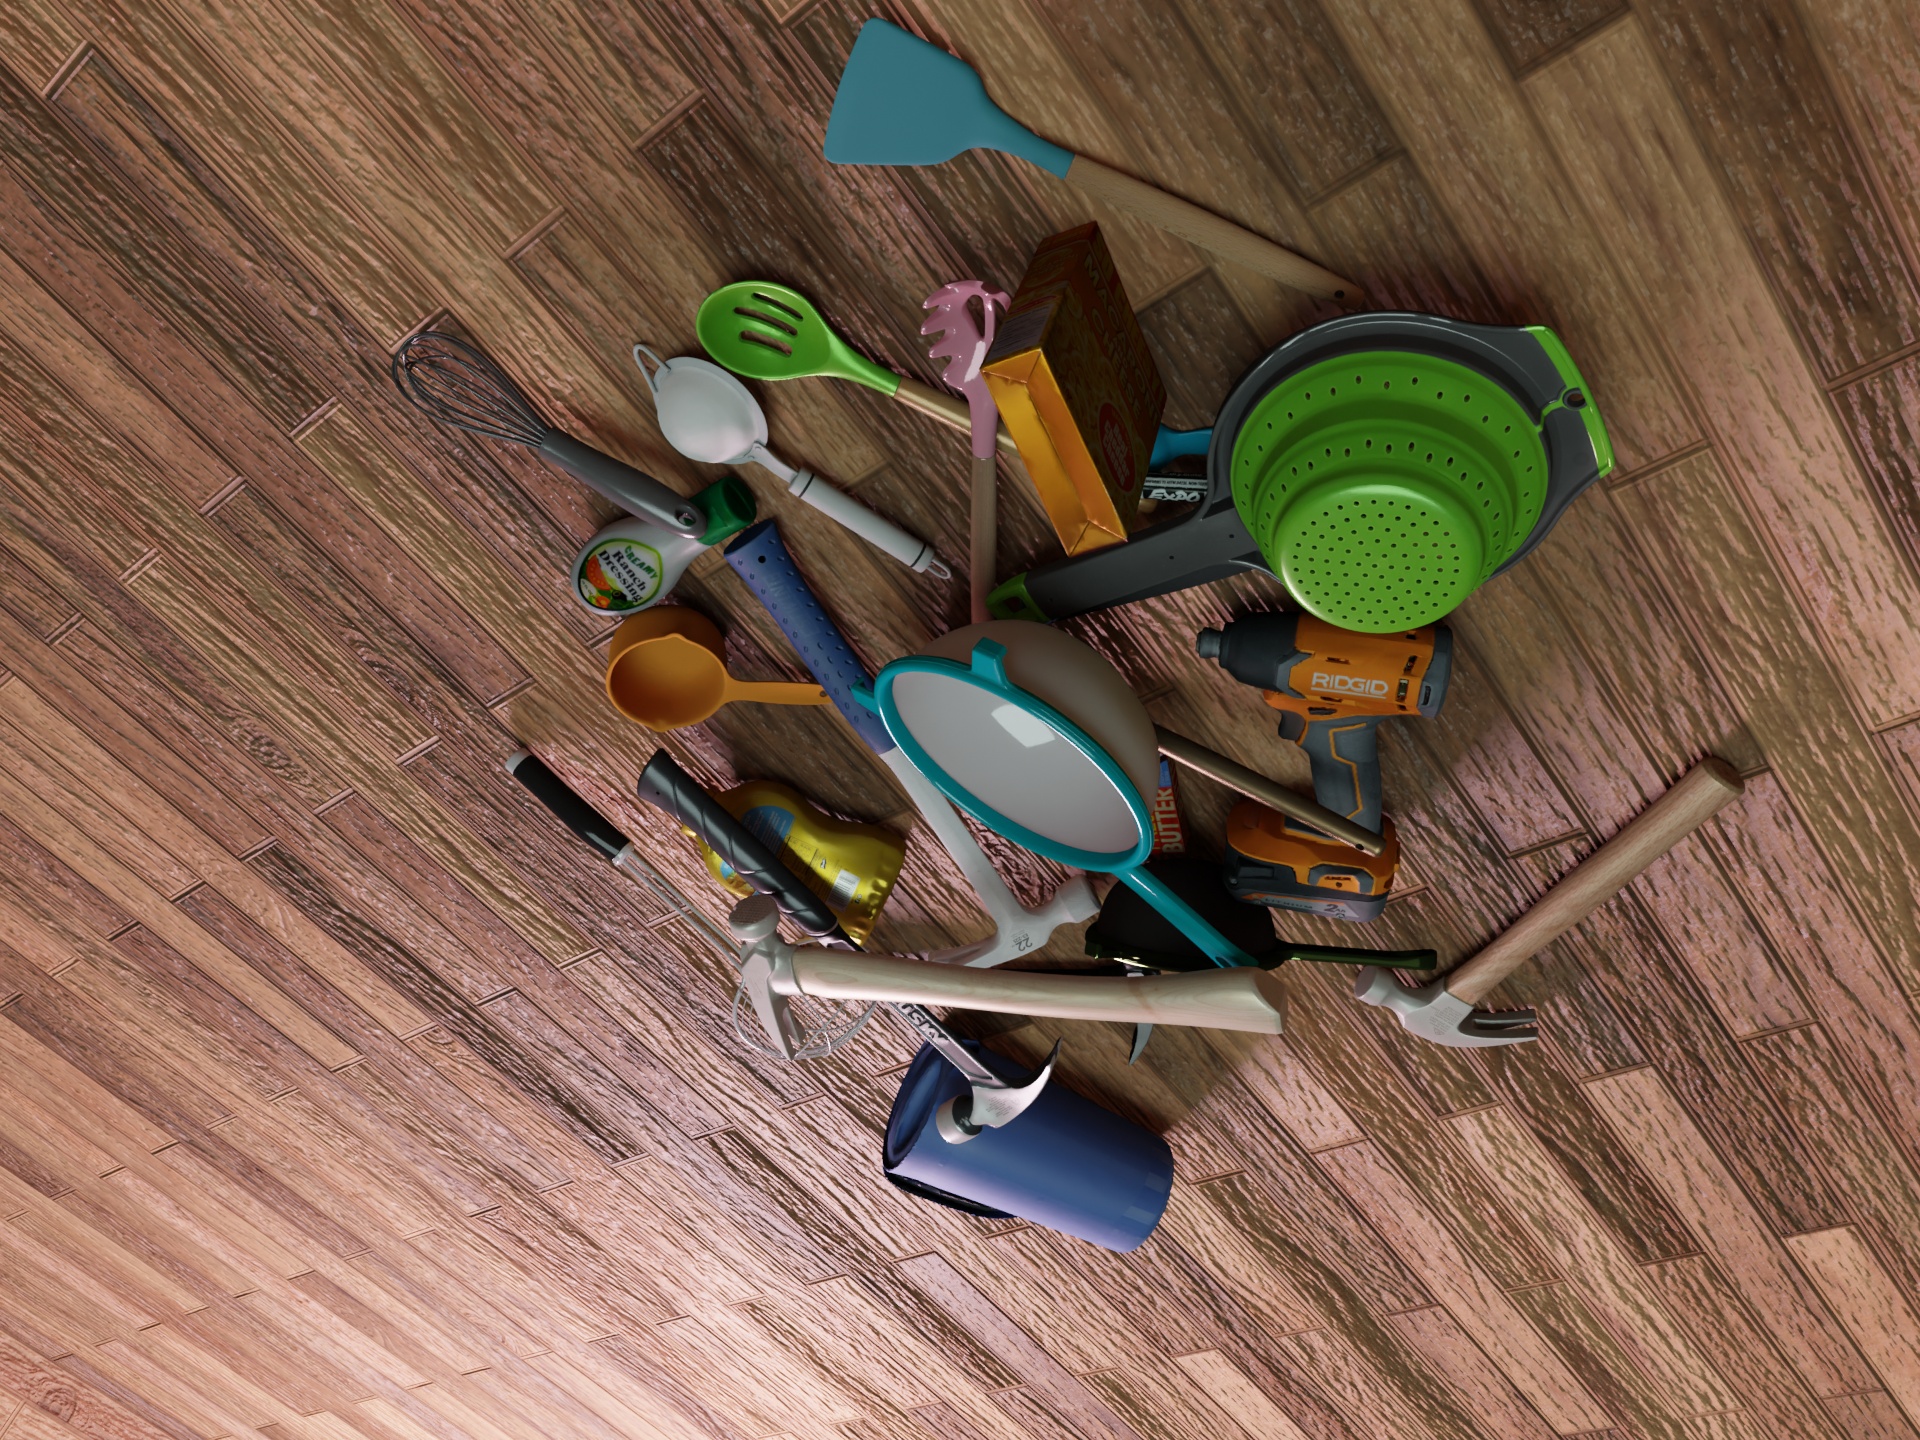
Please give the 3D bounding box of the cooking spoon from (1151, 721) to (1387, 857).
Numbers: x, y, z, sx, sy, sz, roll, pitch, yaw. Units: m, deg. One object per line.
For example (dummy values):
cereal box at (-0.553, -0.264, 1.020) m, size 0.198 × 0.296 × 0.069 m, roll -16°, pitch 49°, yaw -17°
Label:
cooking spoon at (0.142, 0.015, 1.086) m, size 0.319 × 0.017 × 0.068 m, roll 28°, pitch 137°, yaw 21°

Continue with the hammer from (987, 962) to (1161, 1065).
hammer at (0.005, 0.226, 1.353) m, size 0.335 × 0.035 × 0.146 m, roll -1°, pitch 128°, yaw 16°

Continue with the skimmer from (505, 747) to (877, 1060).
skimmer at (-0.225, 0.145, 1.323) m, size 0.363 × 0.090 × 0.127 m, roll 41°, pitch 102°, yaw 2°

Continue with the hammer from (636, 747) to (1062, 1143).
hammer at (-0.092, 0.170, 1.230) m, size 0.408 × 0.036 × 0.149 m, roll 45°, pitch 129°, yaw -11°

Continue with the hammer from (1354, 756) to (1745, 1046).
hammer at (0.440, 0.140, 1.165) m, size 0.130 × 0.031 × 0.331 m, roll 28°, pitch 130°, yaw -8°

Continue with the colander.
colander at (0.171, -0.097, 0.935) m, size 0.397 × 0.095 × 0.204 m, roll -18°, pitch 127°, yaw 34°

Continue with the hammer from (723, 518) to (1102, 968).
hammer at (-0.051, 0.029, 1.184) m, size 0.144 × 0.035 × 0.405 m, roll -31°, pitch 114°, yaw 6°

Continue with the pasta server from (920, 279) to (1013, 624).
pasta server at (0.012, -0.145, 1.015) m, size 0.060 × 0.040 × 0.316 m, roll 16°, pitch 138°, yaw 16°

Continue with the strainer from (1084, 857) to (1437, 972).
strainer at (0.221, 0.143, 1.177) m, size 0.256 × 0.151 × 0.069 m, roll 3°, pitch 95°, yaw 12°

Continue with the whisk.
whisk at (-0.272, -0.188, 1.062) m, size 0.239 × 0.055 × 0.055 m, roll 31°, pitch 130°, yaw -1°

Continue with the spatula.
spatula at (0.083, -0.296, 0.894) m, size 0.317 × 0.044 × 0.082 m, roll 22°, pitch 125°, yaw -5°

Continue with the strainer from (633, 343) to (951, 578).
strainer at (-0.113, -0.163, 1.062) m, size 0.258 × 0.050 × 0.087 m, roll 31°, pitch 146°, yaw -15°

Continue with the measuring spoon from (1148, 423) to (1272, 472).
measuring spoon at (0.154, -0.170, 0.992) m, size 0.128 × 0.021 × 0.042 m, roll 0°, pitch 129°, yaw 18°

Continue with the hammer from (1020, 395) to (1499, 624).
hammer at (0.187, -0.113, 1.024) m, size 0.331 × 0.033 × 0.128 m, roll -13°, pitch 123°, yaw 25°

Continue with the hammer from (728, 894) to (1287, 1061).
hammer at (0.031, 0.203, 1.157) m, size 0.411 × 0.038 × 0.146 m, roll 1°, pitch 124°, yaw 22°

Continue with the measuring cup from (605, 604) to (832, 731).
measuring cup at (-0.175, -0.040, 1.179) m, size 0.173 × 0.052 × 0.095 m, roll 4°, pitch 131°, yaw -16°

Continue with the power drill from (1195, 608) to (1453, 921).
power drill at (0.237, 0.024, 1.095) m, size 0.164 × 0.084 × 0.226 m, roll 9°, pitch 127°, yaw 11°

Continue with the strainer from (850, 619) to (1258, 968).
strainer at (0.099, 0.041, 1.070) m, size 0.340 × 0.095 × 0.211 m, roll 42°, pitch 156°, yaw -18°

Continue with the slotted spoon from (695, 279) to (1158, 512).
slotted spoon at (-0.017, -0.200, 1.012) m, size 0.313 × 0.031 × 0.070 m, roll 23°, pitch 131°, yaw -7°
